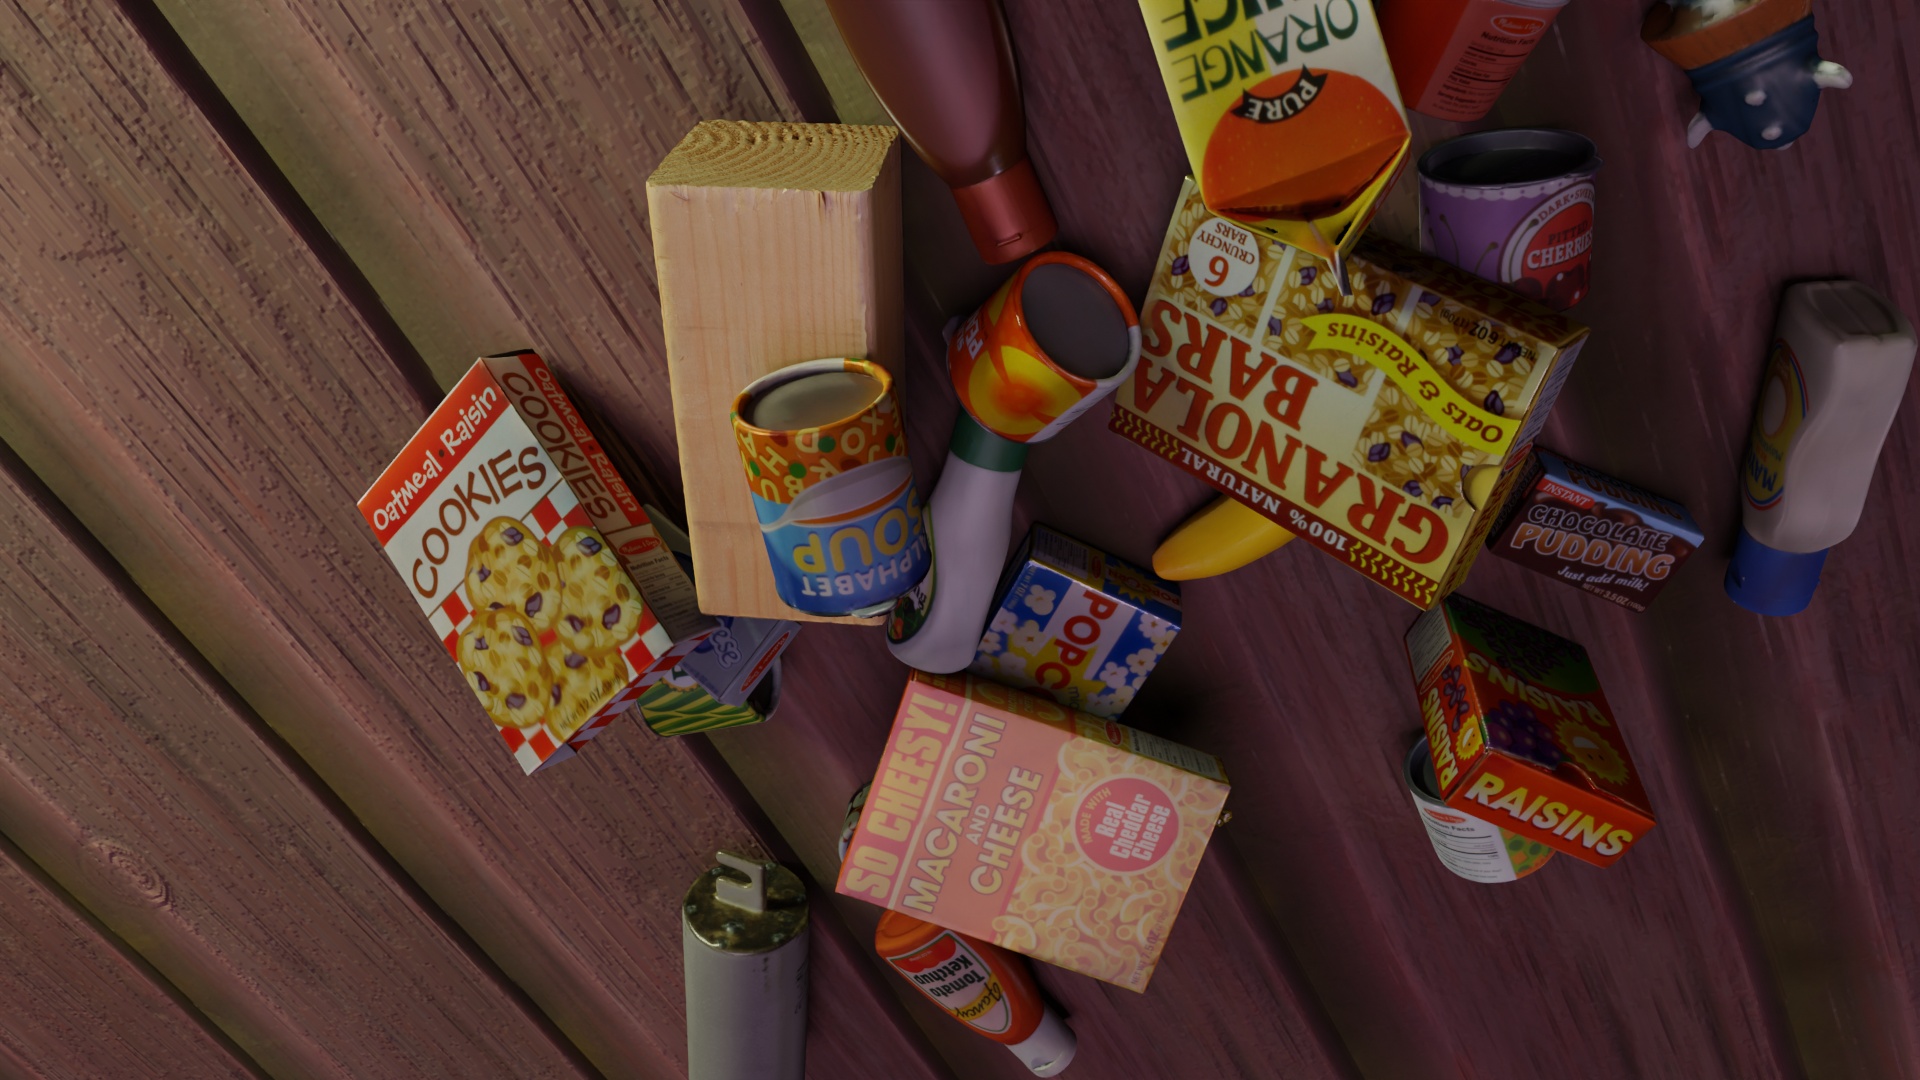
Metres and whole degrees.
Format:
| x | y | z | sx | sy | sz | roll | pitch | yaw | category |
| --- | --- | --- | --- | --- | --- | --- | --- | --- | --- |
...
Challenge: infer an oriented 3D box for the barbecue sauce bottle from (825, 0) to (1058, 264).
| x | y | z | sx | sy | sz | roll | pitch | yaw | category |
| --- | --- | --- | --- | --- | --- | --- | --- | --- | --- |
| -0.004 | -0.185 | 0.566 | 0.065 | 0.044 | 0.148 | -17 | 119 | 19 | barbecue sauce bottle |

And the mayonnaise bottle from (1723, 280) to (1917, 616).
| x | y | z | sx | sy | sz | roll | pitch | yaw | category |
| --- | --- | --- | --- | --- | --- | --- | --- | --- | --- |
| 0.366 | -0.034 | 0.602 | 0.041 | 0.065 | 0.147 | -1 | 126 | 8 | mayonnaise bottle |

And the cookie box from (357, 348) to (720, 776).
| x | y | z | sx | sy | sz | roll | pitch | yaw | category |
| --- | --- | --- | --- | --- | --- | --- | --- | --- | --- |
| -0.209 | 0.010 | 0.678 | 0.122 | 0.040 | 0.167 | -40 | 81 | 27 | cookie box |

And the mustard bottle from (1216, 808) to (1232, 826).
| x | y | z | sx | sy | sz | roll | pitch | yaw | category |
| --- | --- | --- | --- | --- | --- | --- | --- | --- | --- |
| 0.068 | 0.153 | 0.761 | 0.160 | 0.065 | 0.048 | 2 | 118 | 3 | mustard bottle |

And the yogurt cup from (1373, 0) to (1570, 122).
| x | y | z | sx | sy | sz | roll | pitch | yaw | category |
| --- | --- | --- | --- | --- | --- | --- | --- | --- | --- |
| 0.185 | -0.195 | 0.522 | 0.072 | 0.073 | 0.053 | 17 | 131 | -3 | yogurt cup |

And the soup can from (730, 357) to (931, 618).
| x | y | z | sx | sy | sz | roll | pitch | yaw | category |
| --- | --- | --- | --- | --- | --- | --- | --- | --- | --- |
| -0.050 | -0.021 | 0.553 | 0.071 | 0.072 | 0.083 | -4 | 122 | 11 | soup can |

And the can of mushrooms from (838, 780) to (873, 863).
| x | y | z | sx | sy | sz | roll | pitch | yaw | category |
| --- | --- | --- | --- | --- | --- | --- | --- | --- | --- |
| -0.034 | 0.172 | 0.805 | 0.071 | 0.034 | 0.070 | 4 | 122 | 6 | can of mushrooms |

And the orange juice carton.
| x | y | z | sx | sy | sz | roll | pitch | yaw | category |
| --- | --- | --- | --- | --- | --- | --- | --- | --- | --- |
| 0.109 | -0.178 | 0.493 | 0.073 | 0.072 | 0.192 | -18 | 92 | 19 | orange juice carton |

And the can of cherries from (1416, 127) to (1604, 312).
| x | y | z | sx | sy | sz | roll | pitch | yaw | category |
| --- | --- | --- | --- | --- | --- | --- | --- | --- | --- |
| 0.220 | -0.126 | 0.556 | 0.071 | 0.072 | 0.058 | -5 | 122 | 11 | can of cherries |

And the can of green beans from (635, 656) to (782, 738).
| x | y | z | sx | sy | sz | roll | pitch | yaw | category |
| --- | --- | --- | --- | --- | --- | --- | --- | --- | --- |
| -0.133 | 0.067 | 0.731 | 0.058 | 0.071 | 0.071 | -11 | 120 | 14 | can of green beans |

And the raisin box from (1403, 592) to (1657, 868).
| x | y | z | sx | sy | sz | roll | pitch | yaw | category |
| --- | --- | --- | --- | --- | --- | --- | --- | --- | --- |
| 0.264 | 0.085 | 0.654 | 0.086 | 0.124 | 0.040 | 23 | 123 | -7 | raisin box |

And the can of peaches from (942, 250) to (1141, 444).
| x | y | z | sx | sy | sz | roll | pitch | yaw | category |
| --- | --- | --- | --- | --- | --- | --- | --- | --- | --- |
| 0.034 | -0.084 | 0.600 | 0.071 | 0.071 | 0.058 | 35 | 145 | -14 | can of peaches |

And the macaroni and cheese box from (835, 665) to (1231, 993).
| x | y | z | sx | sy | sz | roll | pitch | yaw | category |
| --- | --- | --- | --- | --- | --- | --- | --- | --- | --- |
| 0.035 | 0.144 | 0.705 | 0.166 | 0.040 | 0.123 | 19 | 103 | -3 | macaroni and cheese box |

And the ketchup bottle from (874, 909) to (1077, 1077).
| x | y | z | sx | sy | sz | roll | pitch | yaw | category |
| --- | --- | --- | --- | --- | --- | --- | --- | --- | --- |
| 0.016 | 0.274 | 0.858 | 0.064 | 0.044 | 0.148 | -31 | 114 | 24 | ketchup bottle |

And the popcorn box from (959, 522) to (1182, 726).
| x | y | z | sx | sy | sz | roll | pitch | yaw | category |
| --- | --- | --- | --- | --- | --- | --- | --- | --- | --- |
| 0.048 | 0.062 | 0.719 | 0.085 | 0.038 | 0.126 | 24 | 123 | -8 | popcorn box |

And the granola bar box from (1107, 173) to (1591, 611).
| x | y | z | sx | sy | sz | roll | pitch | yaw | category |
| --- | --- | --- | --- | --- | --- | --- | --- | --- | --- |
| 0.150 | -0.065 | 0.575 | 0.166 | 0.039 | 0.123 | 33 | 128 | 26 | granola bar box |

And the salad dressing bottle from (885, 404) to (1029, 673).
| x | y | z | sx | sy | sz | roll | pitch | yaw | category |
| --- | --- | --- | --- | --- | --- | --- | --- | --- | --- |
| 0.002 | -0.008 | 0.669 | 0.044 | 0.064 | 0.147 | 9 | 114 | -18 | salad dressing bottle |

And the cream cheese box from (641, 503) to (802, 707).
| x | y | z | sx | sy | sz | roll | pitch | yaw | category |
| --- | --- | --- | --- | --- | --- | --- | --- | --- | --- |
| -0.135 | 0.032 | 0.692 | 0.104 | 0.024 | 0.053 | 36 | 85 | 22 | cream cheese box |

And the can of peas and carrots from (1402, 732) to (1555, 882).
| x | y | z | sx | sy | sz | roll | pitch | yaw | category |
| --- | --- | --- | --- | --- | --- | --- | --- | --- | --- |
| 0.272 | 0.132 | 0.719 | 0.071 | 0.071 | 0.058 | -19 | 118 | 19 | can of peas and carrots |

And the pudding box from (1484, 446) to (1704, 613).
| x | y | z | sx | sy | sz | roll | pitch | yaw | category |
| --- | --- | --- | --- | --- | --- | --- | --- | --- | --- |
| 0.293 | -0.005 | 0.648 | 0.084 | 0.030 | 0.049 | 21 | 122 | -6 | pudding box |
